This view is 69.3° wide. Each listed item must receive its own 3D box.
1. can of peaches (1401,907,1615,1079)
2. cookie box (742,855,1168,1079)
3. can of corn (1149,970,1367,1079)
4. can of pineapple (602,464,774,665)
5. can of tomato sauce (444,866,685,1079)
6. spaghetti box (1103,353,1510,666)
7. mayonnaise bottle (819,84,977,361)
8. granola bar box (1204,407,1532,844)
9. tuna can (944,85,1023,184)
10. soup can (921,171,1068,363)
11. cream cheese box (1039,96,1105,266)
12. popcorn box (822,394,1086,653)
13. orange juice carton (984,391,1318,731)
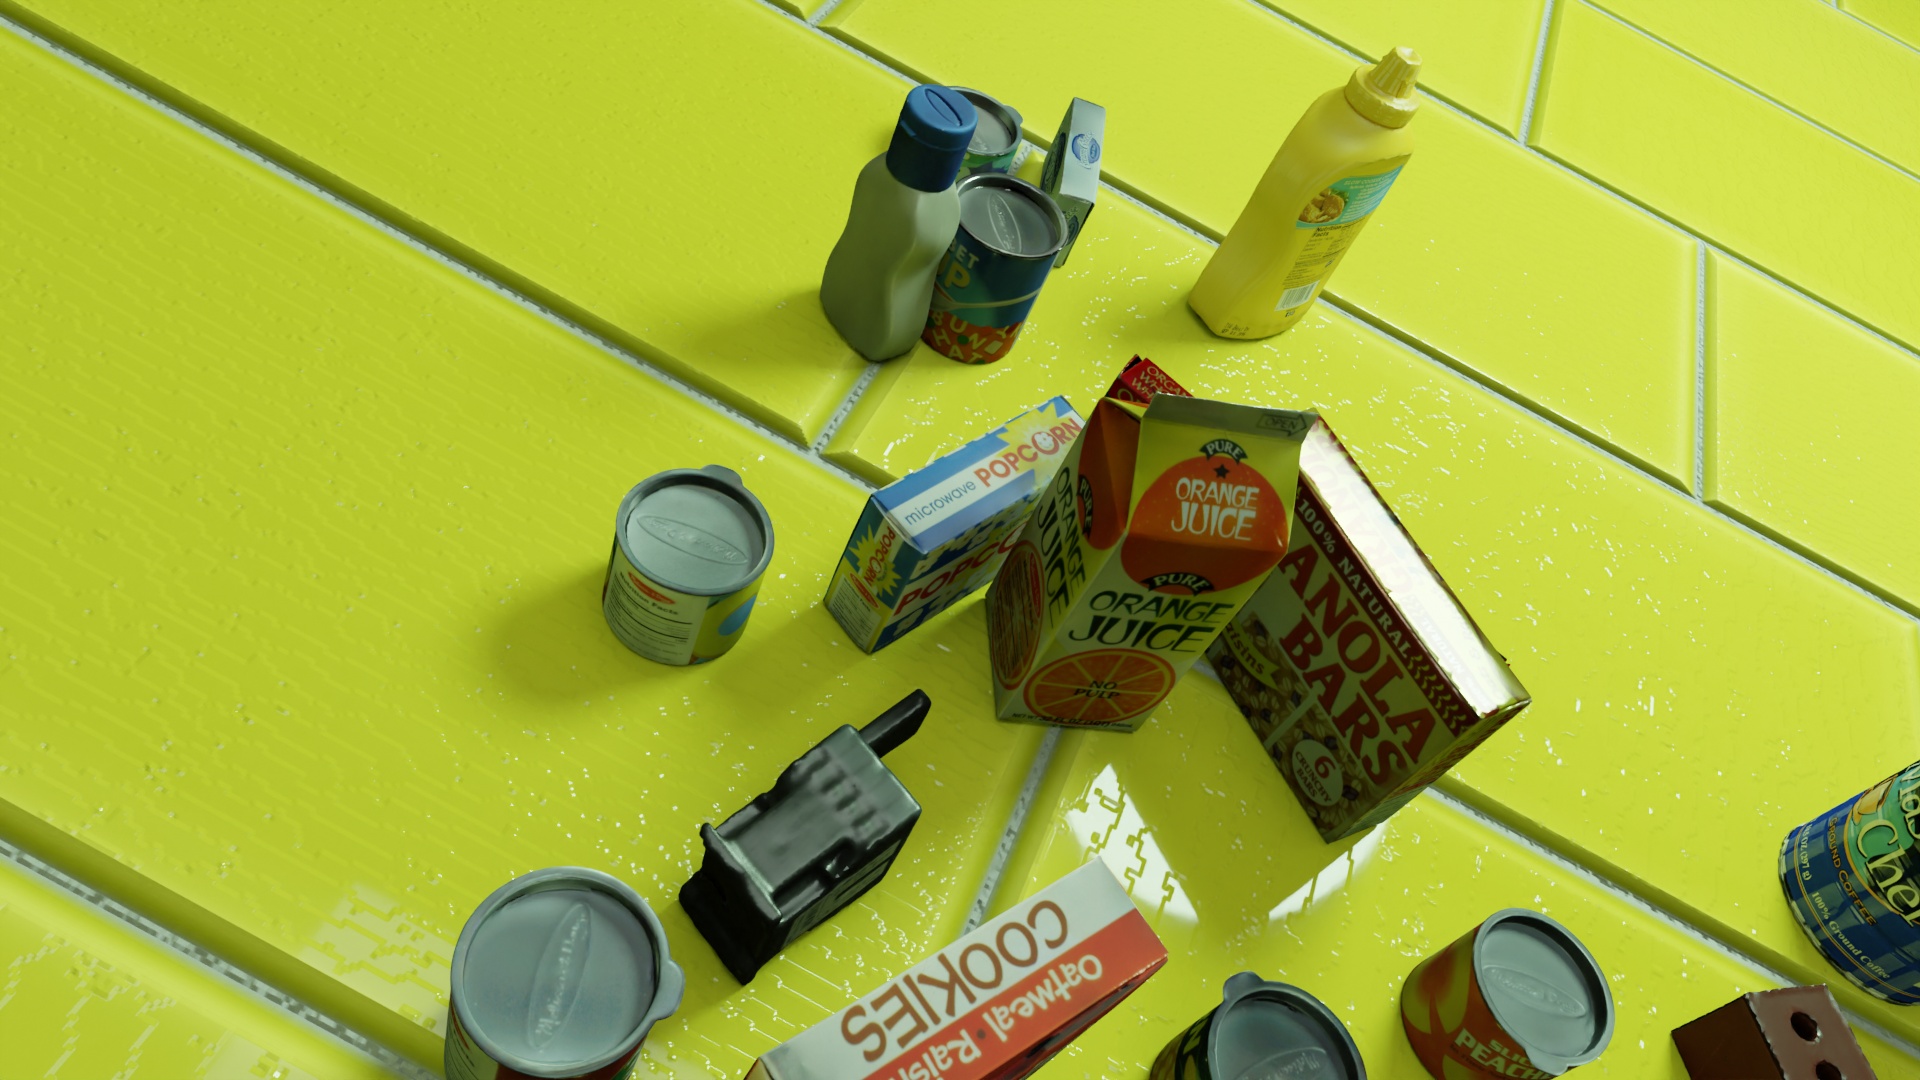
[{"bbox_3d":[0.232,0.202,0.594,0.071,0.057,0.071,11,51,-14],"label":"can of peaches"},{"bbox_3d":[-0.019,0.174,0.440,0.123,0.166,0.040,-22,65,-34],"label":"cookie box"},{"bbox_3d":[0.112,0.211,0.538,0.071,0.058,0.071,11,51,-14],"label":"can of corn"},{"bbox_3d":[-0.117,0.011,0.600,0.071,0.057,0.071,11,51,-14],"label":"can of pineapple"},{"bbox_3d":[-0.134,0.156,0.462,0.071,0.082,0.071,11,51,-14],"label":"can of tomato sauce"},{"bbox_3d":[0.171,0.000,0.733,0.250,0.050,0.029,42,50,12],"label":"spaghetti box"},{"bbox_3d":[-0.030,-0.162,0.712,0.041,0.147,0.065,-23,65,-35],"label":"mayonnaise bottle"},{"bbox_3d":[0.169,0.041,0.651,0.039,0.123,0.166,-14,60,-30],"label":"granola bar box"},{"bbox_3d":[0.005,-0.252,0.873,0.071,0.032,0.071,11,51,-14],"label":"tuna can"},{"bbox_3d":[0.011,-0.148,0.761,0.071,0.083,0.072,11,51,-14],"label":"soup can"},{"bbox_3d":[0.067,-0.223,0.862,0.024,0.053,0.104,18,49,-9],"label":"cream cheese box"},{"bbox_3d":[0.002,-0.008,0.646,0.127,0.084,0.038,-30,70,-37],"label":"popcorn box"},{"bbox_3d":[0.076,0.004,0.596,0.072,0.191,0.073,7,52,-17],"label":"orange juice carton"}]
